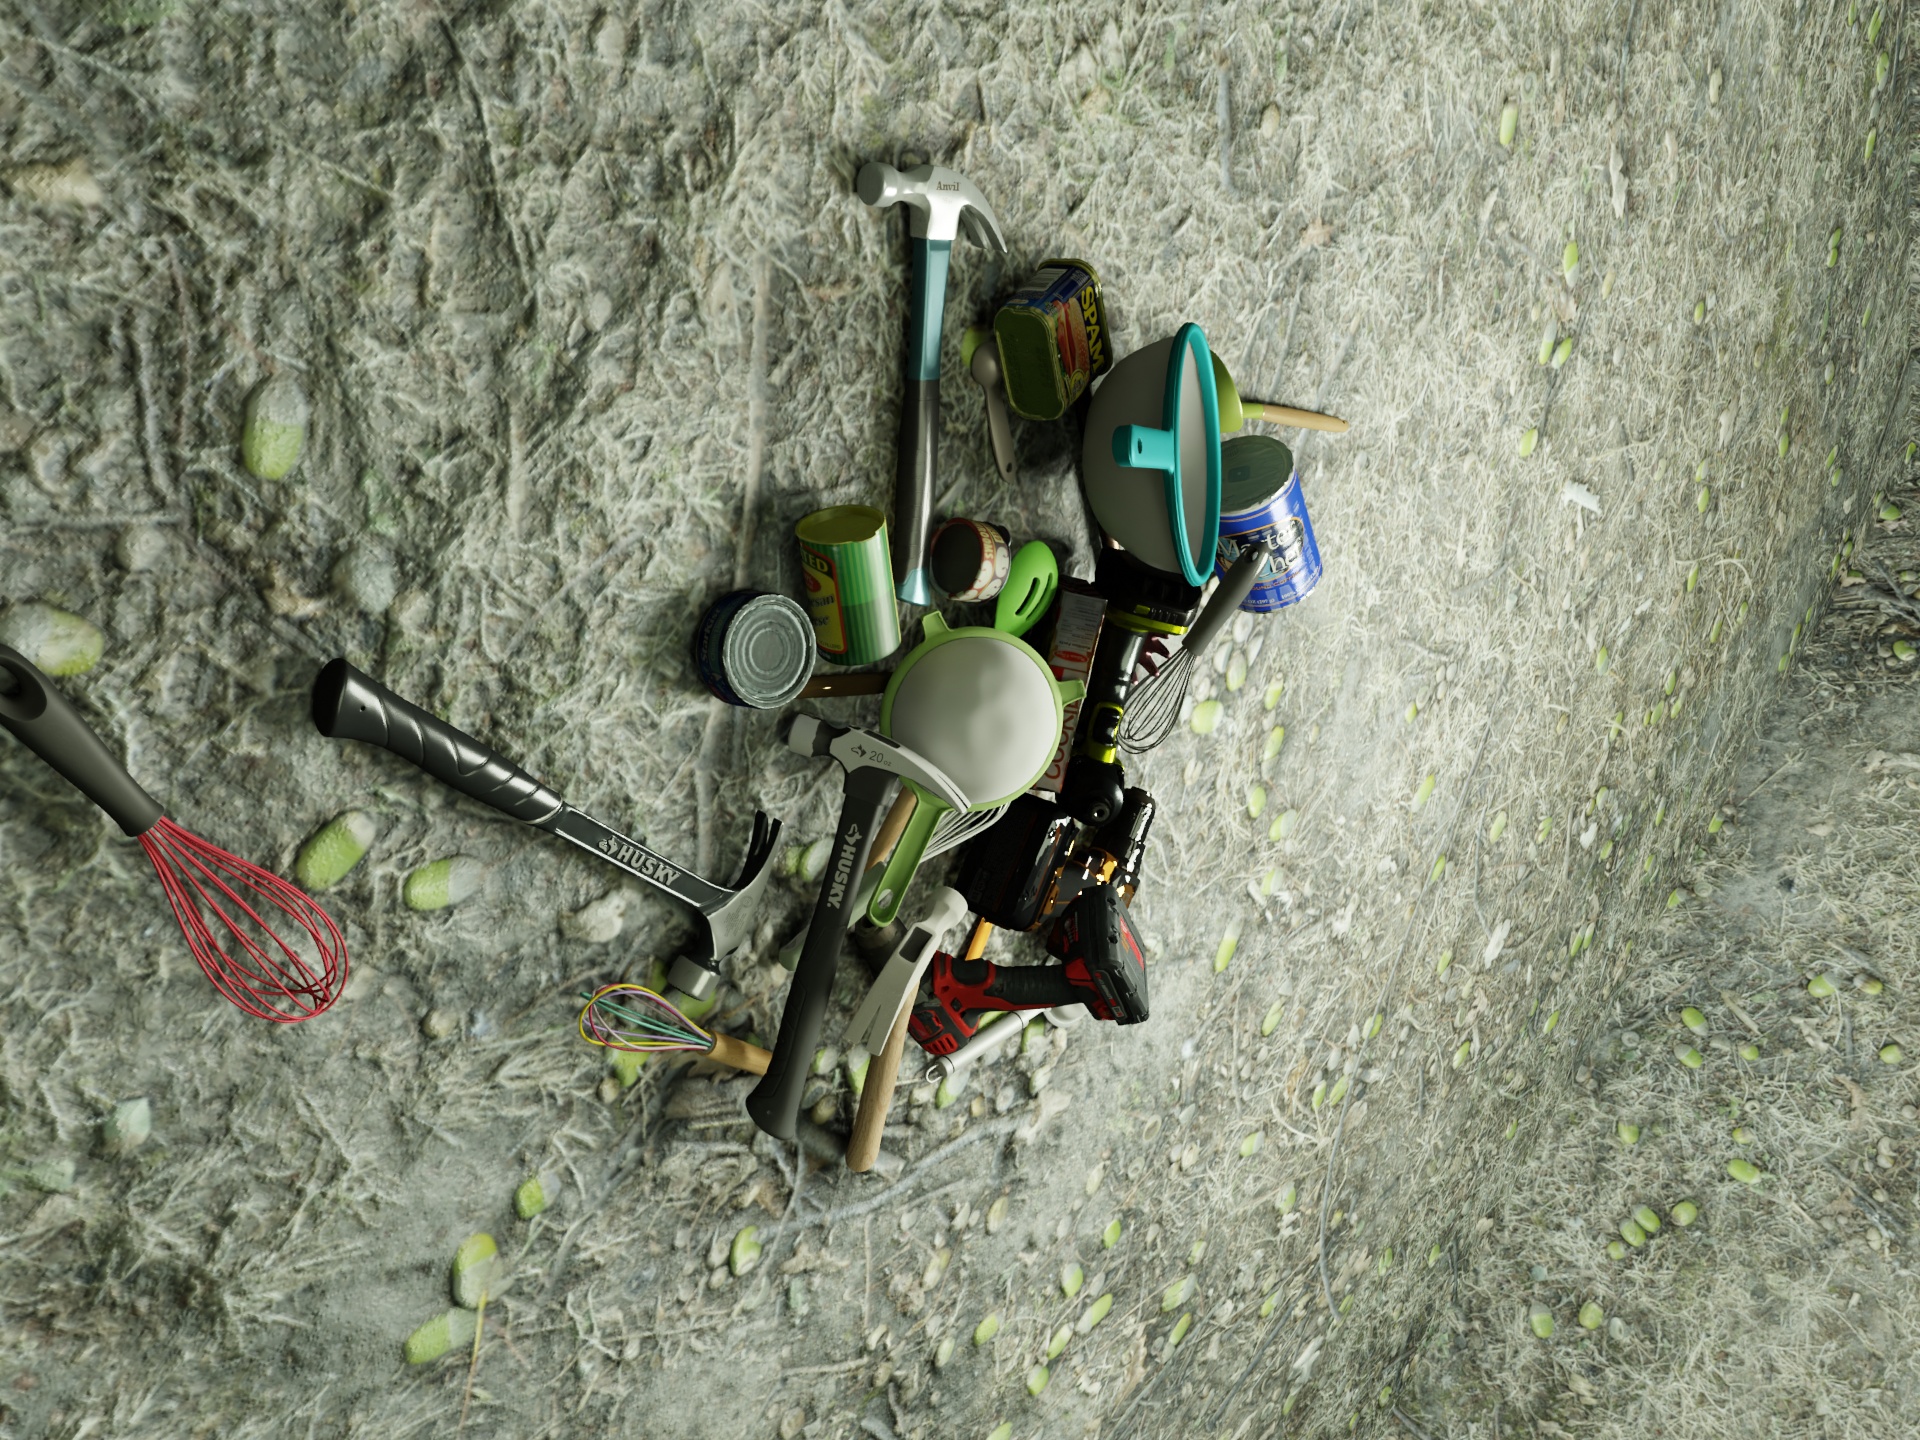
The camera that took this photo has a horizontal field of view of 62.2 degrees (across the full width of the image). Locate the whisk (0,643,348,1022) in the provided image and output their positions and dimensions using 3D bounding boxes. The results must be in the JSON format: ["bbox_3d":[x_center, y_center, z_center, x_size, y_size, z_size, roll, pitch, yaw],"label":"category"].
[{"bbox_3d":[-0.438,0.069,0.879,0.073,0.073,0.295,-46,130,-23],"label":"whisk"}]

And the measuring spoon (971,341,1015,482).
[{"bbox_3d":[0.034,-0.245,1.280,0.034,0.018,0.124,-38,132,-31],"label":"measuring spoon"}]

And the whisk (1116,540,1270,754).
[{"bbox_3d":[0.219,-0.067,1.492,0.055,0.055,0.239,7,122,-49],"label":"whisk"}]

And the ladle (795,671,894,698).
[{"bbox_3d":[-0.056,-0.032,1.277,0.315,0.031,0.069,-6,112,-45],"label":"ladle"}]

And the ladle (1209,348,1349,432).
[{"bbox_3d":[0.308,-0.303,1.530,0.062,0.078,0.320,-37,161,35],"label":"ladle"}]

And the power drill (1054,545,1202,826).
[{"bbox_3d":[0.134,-0.026,1.372,0.080,0.171,0.223,14,106,-7],"label":"power drill"}]

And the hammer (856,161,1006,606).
[{"bbox_3d":[-0.030,-0.244,1.199,0.128,0.033,0.330,-15,119,-42],"label":"hammer"}]

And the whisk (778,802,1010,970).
[{"bbox_3d":[-0.053,0.119,1.308,0.246,0.058,0.059,-41,109,-9],"label":"whisk"}]

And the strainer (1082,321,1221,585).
[{"bbox_3d":[0.131,-0.207,1.240,0.340,0.095,0.211,-21,110,-69],"label":"strainer"}]

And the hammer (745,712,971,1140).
[{"bbox_3d":[-0.100,0.172,1.238,0.035,0.146,0.334,-33,140,-76],"label":"hammer"}]

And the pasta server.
[{"bbox_3d":[0.133,-0.171,1.410,0.060,0.040,0.316,-21,125,-8],"label":"pasta server"}]

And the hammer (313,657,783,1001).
[{"bbox_3d":[-0.267,0.063,1.080,0.408,0.036,0.149,41,75,-49],"label":"hammer"}]

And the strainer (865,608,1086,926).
[{"bbox_3d":[-0.007,0.051,1.248,0.151,0.069,0.256,26,91,-16],"label":"strainer"}]

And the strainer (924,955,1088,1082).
[{"bbox_3d":[0.065,0.289,1.551,0.258,0.050,0.086,-26,110,-35],"label":"strainer"}]

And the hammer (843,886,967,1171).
[{"bbox_3d":[-0.063,0.282,1.319,0.130,0.031,0.331,-51,162,-43],"label":"hammer"}]

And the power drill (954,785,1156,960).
[{"bbox_3d":[0.103,0.129,1.489,0.226,0.084,0.185,31,80,-54],"label":"power drill"}]

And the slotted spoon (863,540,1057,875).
[{"bbox_3d":[-0.002,-0.004,1.309,0.070,0.031,0.313,17,106,-55],"label":"slotted spoon"}]

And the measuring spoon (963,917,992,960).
[{"bbox_3d":[0.006,0.224,1.478,0.021,0.011,0.117,30,81,-50],"label":"measuring spoon"}]

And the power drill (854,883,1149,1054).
[{"bbox_3d":[0.032,0.206,1.357,0.187,0.226,0.080,61,22,-44],"label":"power drill"}]

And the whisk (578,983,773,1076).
[{"bbox_3d":[-0.211,0.245,1.222,0.244,0.051,0.047,40,61,-55],"label":"whisk"}]
